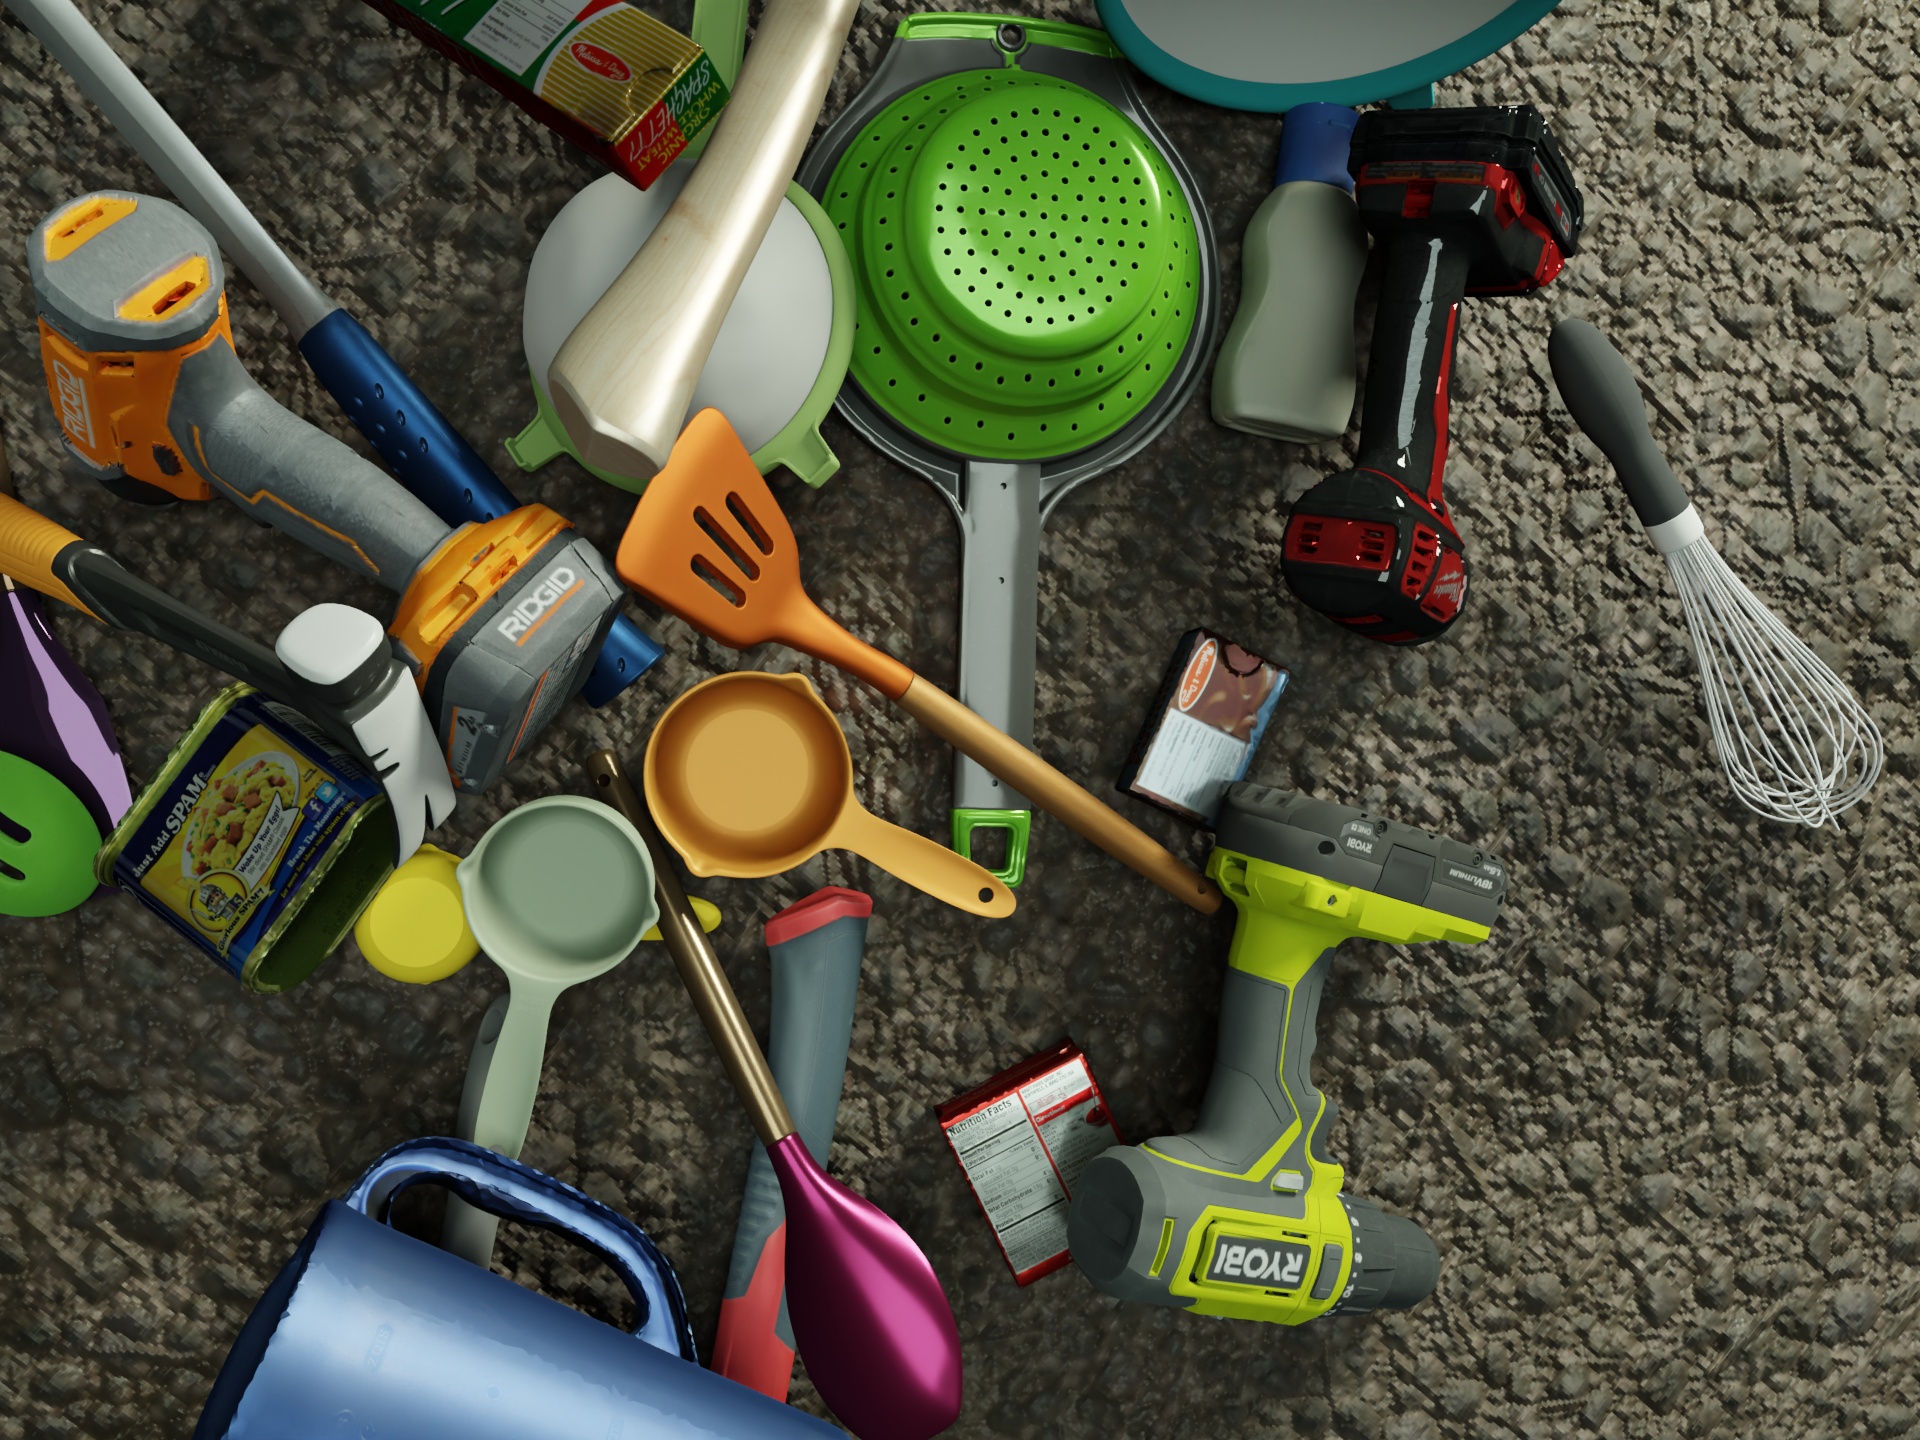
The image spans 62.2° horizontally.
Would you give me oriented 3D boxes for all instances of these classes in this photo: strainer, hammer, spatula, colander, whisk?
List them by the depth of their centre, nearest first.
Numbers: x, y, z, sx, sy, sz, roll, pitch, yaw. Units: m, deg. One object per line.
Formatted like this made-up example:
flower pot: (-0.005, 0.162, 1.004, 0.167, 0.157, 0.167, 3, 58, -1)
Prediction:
hammer: (-0.339, -0.056, 0.605, 0.337, 0.127, 0.034, 26, 58, 15)
strainer: (0.095, -0.356, 0.635, 0.340, 0.211, 0.095, 3, 74, -17)
hammer: (-0.055, -0.273, 0.639, 0.146, 0.038, 0.411, 22, 69, -11)
strainer: (-0.117, -0.222, 0.652, 0.151, 0.069, 0.256, 6, 89, 15)
hammer: (-0.274, -0.167, 0.653, 0.144, 0.035, 0.405, -34, 103, 24)
spatula: (-0.401, -0.078, 0.661, 0.060, 0.018, 0.316, -12, 93, -3)
spatula: (-0.001, -0.002, 0.662, 0.322, 0.041, 0.081, 35, 64, -22)
whisk: (-0.215, 0.235, 0.682, 0.055, 0.055, 0.239, 11, 84, -9)
colander: (0.024, -0.122, 0.687, 0.204, 0.094, 0.397, 2, 90, -9)
hammer: (-0.074, 0.268, 0.705, 0.143, 0.038, 0.386, 11, 89, -10)
whisk: (0.344, -0.064, 0.737, 0.070, 0.070, 0.284, -37, 105, -7)

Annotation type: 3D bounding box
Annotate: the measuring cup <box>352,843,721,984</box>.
measuring cup: (-0.183, 0.086, 0.690, 0.156, 0.029, 0.062, 1, 91, -7)

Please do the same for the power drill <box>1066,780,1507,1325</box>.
power drill: (0.162, 0.156, 0.711, 0.190, 0.080, 0.228, 17, 88, -28)

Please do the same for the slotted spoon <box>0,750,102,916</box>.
slotted spoon: (-0.478, -0.032, 0.641, 0.313, 0.031, 0.070, 43, 102, -3)

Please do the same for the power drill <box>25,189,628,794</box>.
power drill: (-0.248, -0.076, 0.612, 0.226, 0.164, 0.084, 40, 59, -4)

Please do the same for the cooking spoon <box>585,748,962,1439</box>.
cooking spoon: (-0.088, 0.154, 0.673, 0.069, 0.017, 0.319, -29, 80, 9)

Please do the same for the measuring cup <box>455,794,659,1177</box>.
measuring cup: (-0.177, 0.111, 0.667, 0.083, 0.038, 0.167, 14, 97, -8)

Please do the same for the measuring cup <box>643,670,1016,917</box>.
measuring cup: (-0.056, 0.042, 0.699, 0.173, 0.052, 0.095, 28, 86, -10)

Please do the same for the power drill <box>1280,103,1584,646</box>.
power drill: (0.206, -0.142, 0.701, 0.079, 0.143, 0.220, 12, 89, 33)
